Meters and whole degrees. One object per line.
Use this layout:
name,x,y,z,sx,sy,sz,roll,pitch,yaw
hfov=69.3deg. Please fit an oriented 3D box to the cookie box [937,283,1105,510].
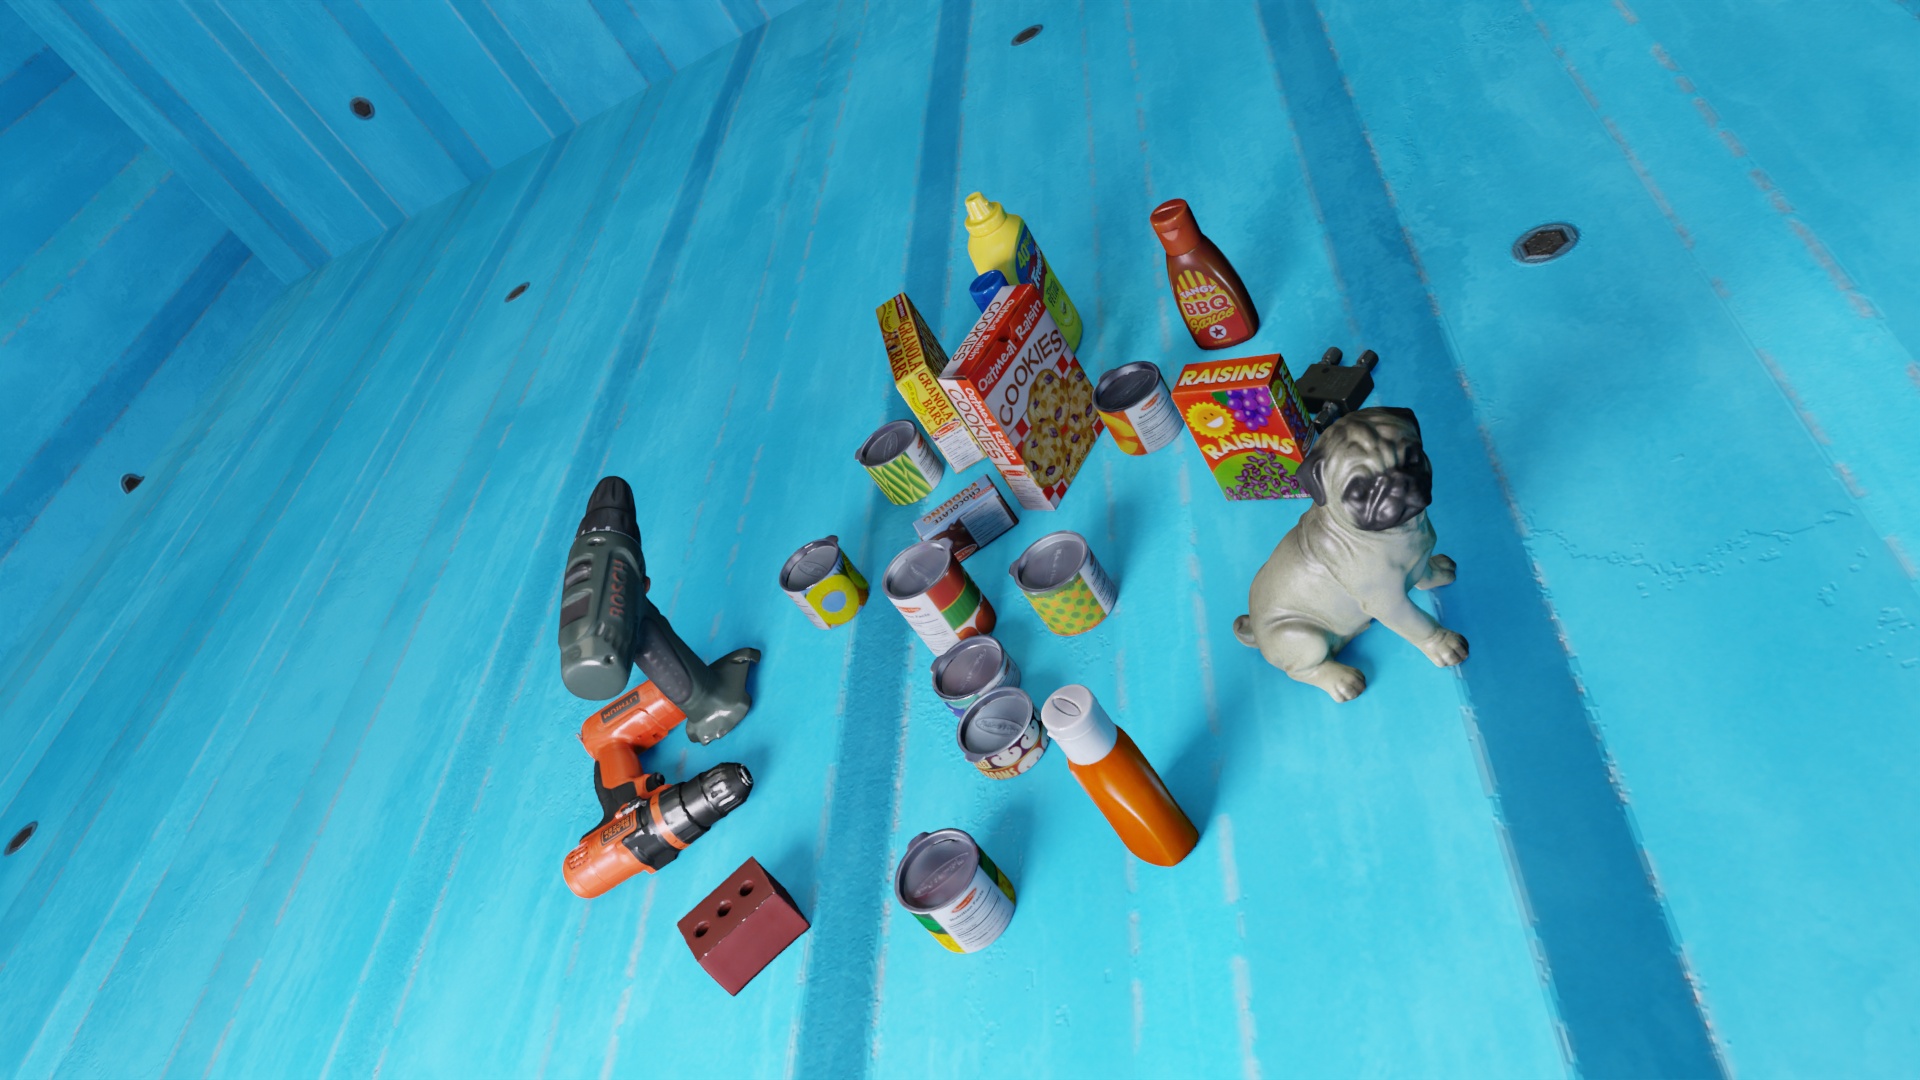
cookie box,0.061,-0.127,1.244,0.040,0.167,0.123,3,50,42

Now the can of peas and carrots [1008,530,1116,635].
can of peas and carrots,0.083,0.036,1.131,0.071,0.058,0.071,-22,37,18

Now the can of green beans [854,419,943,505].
can of green beans,-0.059,-0.077,1.380,0.071,0.057,0.071,-22,37,18

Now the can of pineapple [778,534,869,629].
can of pineapple,-0.125,0.040,1.299,0.071,0.057,0.071,-22,37,18

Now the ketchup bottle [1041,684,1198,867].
ketchup bottle,0.101,0.152,0.904,0.043,0.148,0.065,-46,36,-14

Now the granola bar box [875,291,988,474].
granola bar box,-0.030,-0.161,1.396,0.039,0.124,0.166,-29,36,9

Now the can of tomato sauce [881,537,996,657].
can of tomato sauce,-0.016,0.049,1.176,0.071,0.083,0.071,-22,37,18

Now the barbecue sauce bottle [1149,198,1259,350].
barbecue sauce bottle,0.218,-0.242,1.266,0.065,0.148,0.044,-9,43,33

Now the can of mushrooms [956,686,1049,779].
can of mushrooms,0.032,0.149,1.064,0.071,0.033,0.071,-22,37,18

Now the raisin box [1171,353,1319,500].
raisin box,0.231,-0.087,1.097,0.086,0.123,0.040,-1,48,39

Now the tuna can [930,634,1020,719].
tuna can,0.011,0.112,1.125,0.071,0.032,0.071,-22,37,18

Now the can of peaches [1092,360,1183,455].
can of peaches,0.159,-0.119,1.250,0.071,0.058,0.071,-22,37,18

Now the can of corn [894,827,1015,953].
can of corn,-0.004,0.242,0.964,0.071,0.058,0.071,-22,37,18

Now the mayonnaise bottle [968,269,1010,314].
mayonnaise bottle,0.058,-0.193,1.340,0.041,0.147,0.065,15,58,48

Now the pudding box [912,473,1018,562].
pudding box,0.005,-0.016,1.264,0.084,0.049,0.030,-35,35,1
